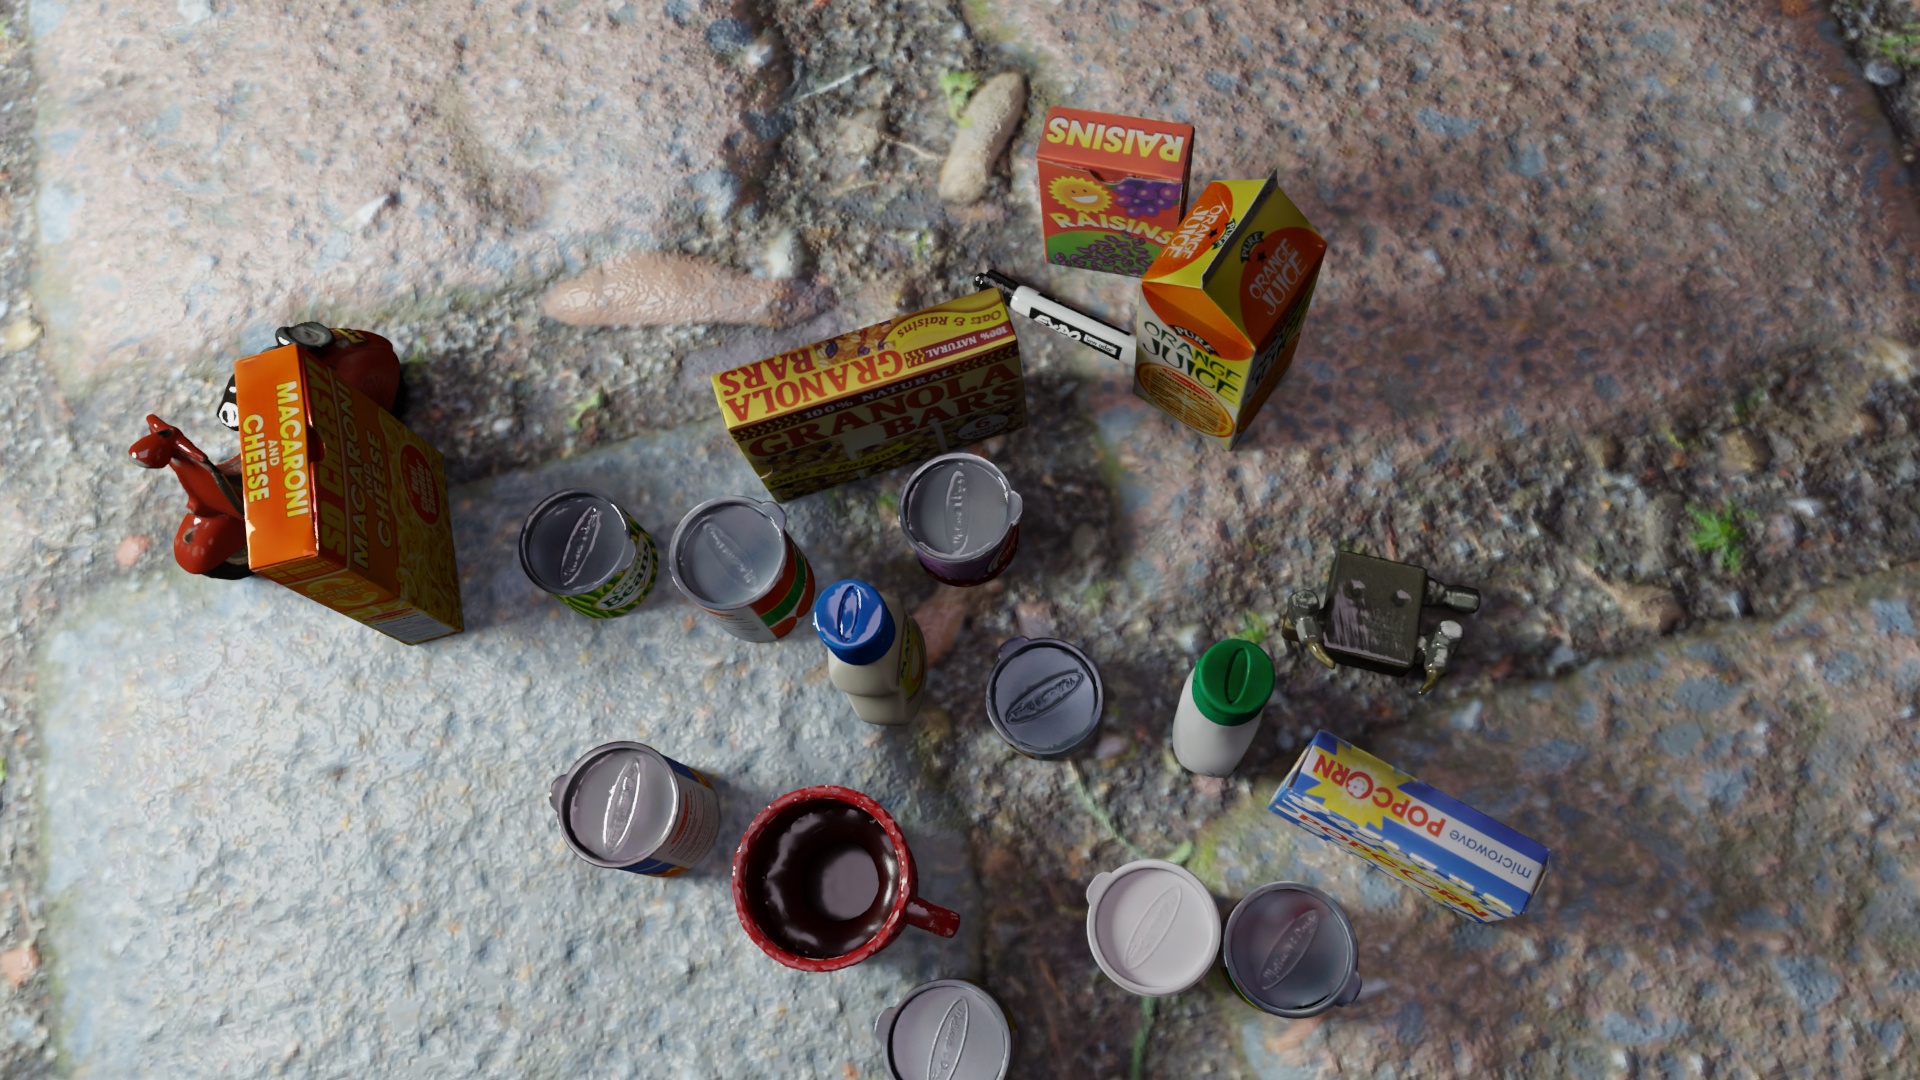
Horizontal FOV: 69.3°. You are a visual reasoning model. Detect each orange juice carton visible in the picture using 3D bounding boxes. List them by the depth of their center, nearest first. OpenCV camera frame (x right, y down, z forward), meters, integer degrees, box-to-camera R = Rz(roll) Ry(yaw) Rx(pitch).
[{"bbox_3d":[0.145,-0.127,0.764,0.073,0.192,0.072,33,79,14],"label":"orange juice carton"}]

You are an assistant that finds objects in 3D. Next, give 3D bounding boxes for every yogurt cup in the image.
[{"bbox_3d":[0.101,0.205,0.733,0.072,0.053,0.072,-2,72,5],"label":"yogurt cup"}]

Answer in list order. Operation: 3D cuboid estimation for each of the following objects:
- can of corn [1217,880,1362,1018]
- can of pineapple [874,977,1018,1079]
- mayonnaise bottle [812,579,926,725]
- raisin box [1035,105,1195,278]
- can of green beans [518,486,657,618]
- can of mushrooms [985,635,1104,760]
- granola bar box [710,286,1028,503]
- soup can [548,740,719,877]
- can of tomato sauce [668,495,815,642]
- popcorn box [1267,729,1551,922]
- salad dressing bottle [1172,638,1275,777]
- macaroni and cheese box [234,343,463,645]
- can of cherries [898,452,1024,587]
[{"bbox_3d":[0.170,0.214,0.721,0.071,0.058,0.071,-2,72,5],"label":"can of corn"},{"bbox_3d":[-0.005,0.261,0.724,0.071,0.057,0.071,-2,72,5],"label":"can of pineapple"},{"bbox_3d":[-0.047,0.058,0.746,0.041,0.147,0.065,4,73,7],"label":"mayonnaise bottle"},{"bbox_3d":[0.092,-0.204,0.830,0.086,0.123,0.040,12,74,9],"label":"raisin box"},{"bbox_3d":[-0.220,0.009,0.827,0.071,0.057,0.071,-2,72,5],"label":"can of green beans"},{"bbox_3d":[0.047,0.088,0.787,0.071,0.033,0.071,-2,72,5],"label":"can of mushrooms"},{"bbox_3d":[-0.046,-0.080,0.803,0.166,0.124,0.039,-17,72,0],"label":"granola bar box"},{"bbox_3d":[-0.177,0.149,0.763,0.071,0.083,0.071,-2,72,5],"label":"soup can"},{"bbox_3d":[-0.122,0.017,0.801,0.071,0.083,0.071,-2,72,5],"label":"can of tomato sauce"},{"bbox_3d":[0.229,0.150,0.722,0.127,0.085,0.038,28,77,13],"label":"popcorn box"},{"bbox_3d":[0.136,0.085,0.719,0.044,0.147,0.064,14,75,10],"label":"salad dressing bottle"},{"bbox_3d":[-0.343,-0.021,0.791,0.040,0.166,0.124,-15,72,1],"label":"macaroni and cheese box"},{"bbox_3d":[0.003,-0.010,0.810,0.071,0.058,0.071,-2,72,5],"label":"can of cherries"}]
